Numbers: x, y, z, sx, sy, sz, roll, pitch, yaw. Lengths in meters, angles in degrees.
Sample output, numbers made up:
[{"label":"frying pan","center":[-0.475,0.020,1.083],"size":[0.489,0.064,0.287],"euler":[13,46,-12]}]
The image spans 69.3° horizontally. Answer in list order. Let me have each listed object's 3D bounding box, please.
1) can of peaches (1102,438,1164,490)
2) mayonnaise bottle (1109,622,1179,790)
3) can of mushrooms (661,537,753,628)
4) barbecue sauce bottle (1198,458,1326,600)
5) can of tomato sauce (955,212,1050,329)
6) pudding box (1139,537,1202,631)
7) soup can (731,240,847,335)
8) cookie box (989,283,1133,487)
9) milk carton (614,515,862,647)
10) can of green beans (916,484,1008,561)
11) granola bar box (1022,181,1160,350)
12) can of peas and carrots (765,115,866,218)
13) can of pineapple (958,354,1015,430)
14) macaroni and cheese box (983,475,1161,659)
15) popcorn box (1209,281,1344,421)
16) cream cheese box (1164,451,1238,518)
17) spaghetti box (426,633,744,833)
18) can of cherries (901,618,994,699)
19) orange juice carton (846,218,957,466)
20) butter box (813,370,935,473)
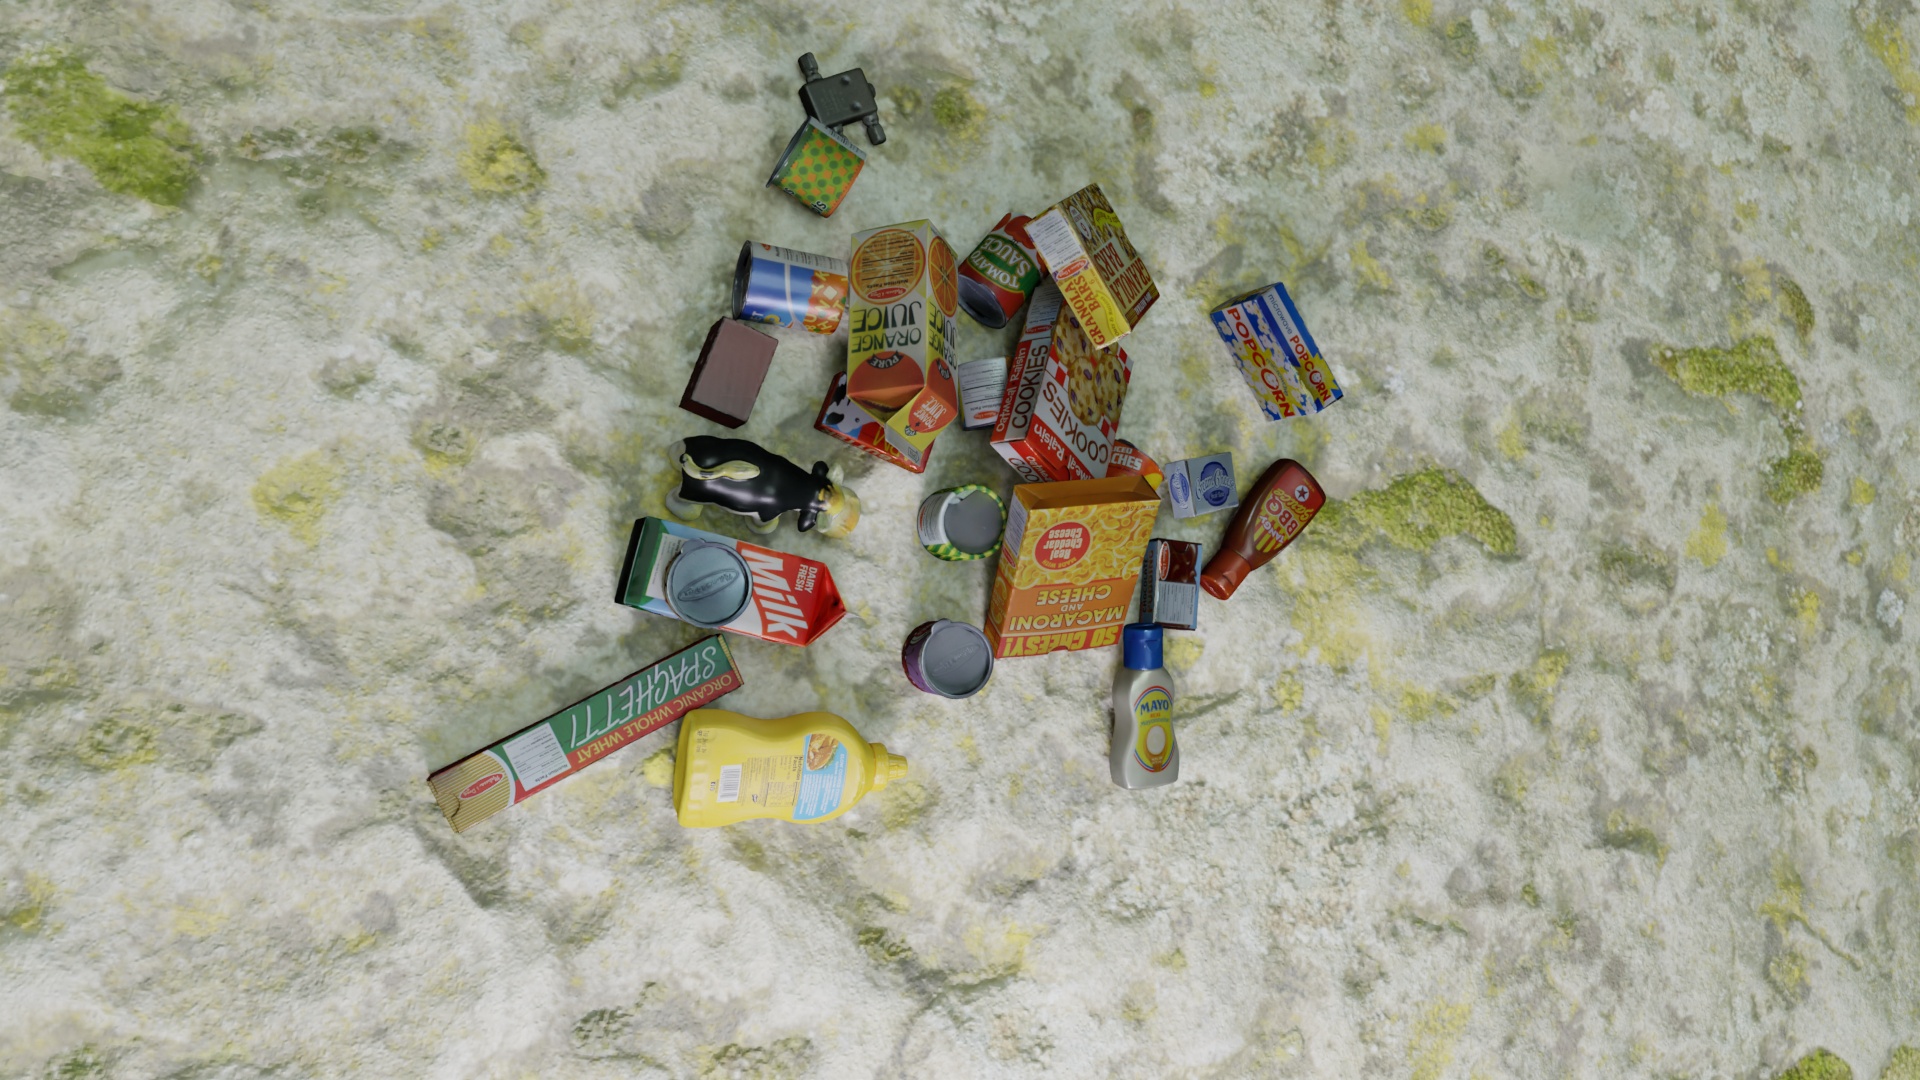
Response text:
[{"label":"can of peaches","center":[0.142,-0.052,1.266],"size":[0.071,0.071,0.058],"euler":[38,76,-15]},{"label":"mayonnaise bottle","center":[0.168,0.151,1.270],"size":[0.065,0.041,0.147],"euler":[-5,98,-25]},{"label":"can of mushrooms","center":[-0.197,0.032,1.073],"size":[0.071,0.033,0.071],"euler":[1,88,-19]},{"label":"barbecue sauce bottle","center":[0.285,-0.008,1.332],"size":[0.065,0.043,0.149],"euler":[47,73,-15]},{"label":"can of tomato sauce","center":[0.039,-0.241,1.235],"size":[0.071,0.071,0.083],"euler":[44,73,-14]},{"label":"pudding box","center":[0.198,0.042,1.303],"size":[0.050,0.030,0.083],"euler":[6,85,-20]},{"label":"soup can","center":[-0.144,-0.209,1.166],"size":[0.084,0.071,0.071],"euler":[8,85,-21]},{"label":"cookie box","center":[0.092,-0.122,1.216],"size":[0.122,0.040,0.168],"euler":[42,54,-42]},{"label":"milk carton","center":[-0.178,0.040,1.137],"size":[0.191,0.072,0.073],"euler":[16,82,-19]},{"label":"can of green beans","center":[0.002,-0.015,1.216],"size":[0.071,0.058,0.071],"euler":[1,87,-21]},{"label":"granola bar box","center":[0.120,-0.246,1.226],"size":[0.039,0.166,0.124],"euler":[-27,100,24]},{"label":"can of peas and carrots","center":[-0.122,-0.315,1.180],"size":[0.058,0.071,0.071],"euler":[31,77,-18]},{"label":"can of pineapple","center":[0.031,-0.130,1.230],"size":[0.071,0.071,0.058],"euler":[-9,91,-21]},{"label":"macaroni and cheese box","center":[0.094,0.025,1.209],"size":[0.124,0.040,0.165],"euler":[-5,128,-21]},{"label":"popcorn box","center":[0.300,-0.178,1.324],"size":[0.038,0.085,0.126],"euler":[-34,100,-18]},{"label":"cream cheese box","center":[0.227,-0.052,1.294],"size":[0.104,0.024,0.053],"euler":[-12,92,-55]},{"label":"spaghetti box","center":[-0.295,0.151,1.110],"size":[0.251,0.028,0.050],"euler":[-27,97,-20]},{"label":"can of cherries","center":[-0.013,0.100,1.205],"size":[0.071,0.058,0.071],"euler":[1,88,-20]},{"label":"orange juice carton","center":[-0.047,-0.163,1.162],"size":[0.073,0.071,0.193],"euler":[-6,73,20]},{"label":"butter box","center":[-0.071,-0.102,1.210],"size":[0.103,0.024,0.053],"euler":[24,78,-18]}]
